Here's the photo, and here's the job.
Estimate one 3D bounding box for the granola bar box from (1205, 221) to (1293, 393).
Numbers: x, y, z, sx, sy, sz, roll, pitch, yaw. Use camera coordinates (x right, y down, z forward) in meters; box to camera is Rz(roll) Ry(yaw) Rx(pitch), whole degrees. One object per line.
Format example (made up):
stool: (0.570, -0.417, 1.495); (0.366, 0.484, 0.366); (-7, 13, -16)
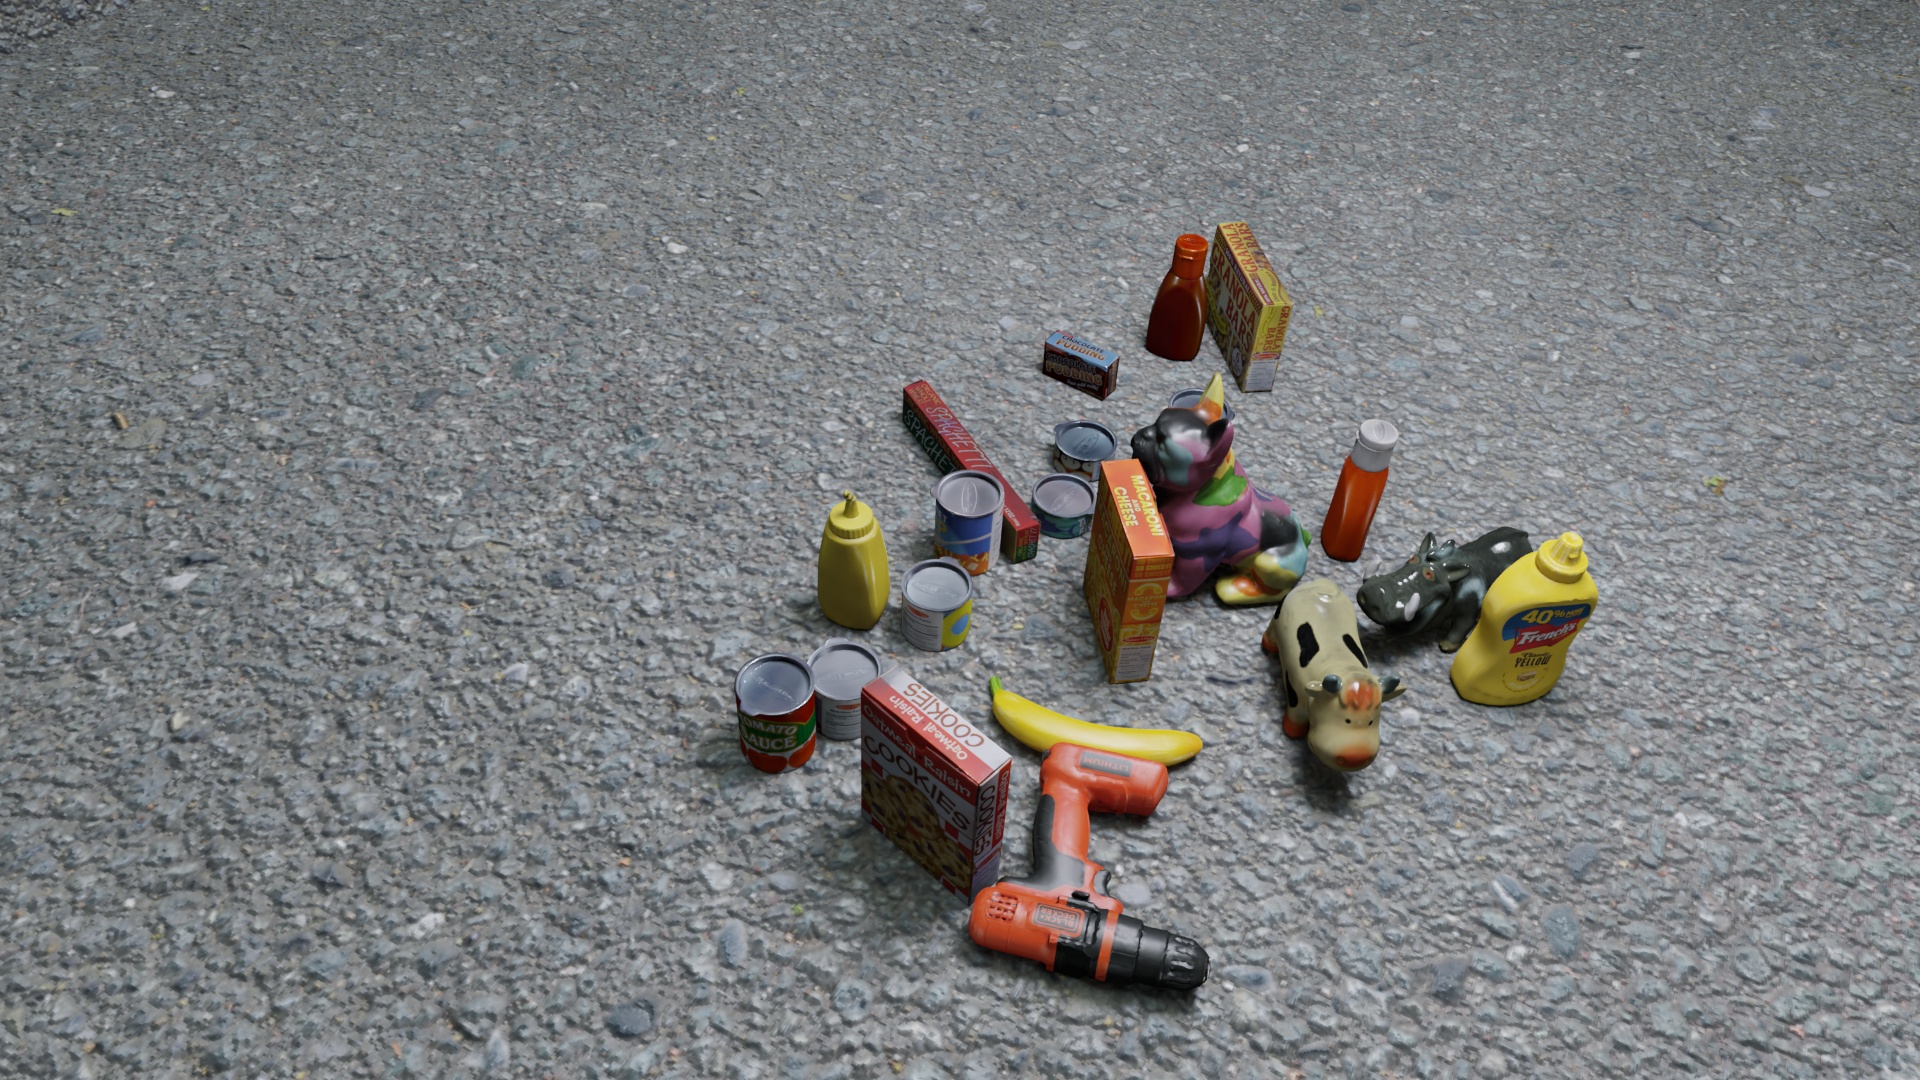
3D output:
granola bar box: (0.326, -0.269, 1.597); (0.039, 0.123, 0.166); (-5, 45, -9)

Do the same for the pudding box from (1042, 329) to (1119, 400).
pudding box: (0.135, -0.198, 1.565); (0.084, 0.049, 0.030); (28, 49, 22)

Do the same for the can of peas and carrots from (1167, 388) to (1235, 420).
can of peas and carrots: (0.254, -0.120, 1.488); (0.071, 0.058, 0.071); (2, 45, -2)

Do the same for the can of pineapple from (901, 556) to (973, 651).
can of pineapple: (-0.021, 0.059, 1.287); (0.071, 0.057, 0.071); (2, 45, -2)

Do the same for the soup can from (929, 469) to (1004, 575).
soup can: (0.005, -0.017, 1.348); (0.071, 0.083, 0.072); (2, 45, -2)

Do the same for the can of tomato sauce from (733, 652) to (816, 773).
can of tomato sauce: (-0.156, 0.148, 1.171); (0.071, 0.082, 0.071); (2, 45, -2)

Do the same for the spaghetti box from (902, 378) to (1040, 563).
spaghetti box: (0.007, -0.075, 1.431); (0.029, 0.049, 0.251); (-19, 49, -22)

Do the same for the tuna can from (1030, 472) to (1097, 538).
tuna can: (0.106, -0.034, 1.408); (0.071, 0.032, 0.071); (2, 45, -2)

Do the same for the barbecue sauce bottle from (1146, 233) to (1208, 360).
barbecue sauce bottle: (0.252, -0.277, 1.583); (0.065, 0.147, 0.044); (16, 46, 12)

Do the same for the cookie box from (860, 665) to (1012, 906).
cookie box: (-0.023, 0.192, 1.075); (0.123, 0.166, 0.040); (35, 52, 28)

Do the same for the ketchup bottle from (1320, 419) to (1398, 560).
ketchup bottle: (0.392, -0.052, 1.364); (0.043, 0.148, 0.065); (9, 45, 5)

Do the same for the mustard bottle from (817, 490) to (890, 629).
mustard bottle: (-0.097, 0.012, 1.257); (0.065, 0.159, 0.049); (15, 46, 11)

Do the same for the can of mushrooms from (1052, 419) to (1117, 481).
can of mushrooms: (0.130, -0.096, 1.472); (0.071, 0.033, 0.071); (2, 45, -2)

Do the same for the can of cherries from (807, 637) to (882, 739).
can of cherries: (-0.101, 0.129, 1.211); (0.071, 0.058, 0.072); (2, 45, -2)

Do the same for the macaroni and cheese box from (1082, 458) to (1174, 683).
macaroni and cheese box: (0.149, 0.028, 1.253); (0.040, 0.165, 0.124); (-4, 45, -8)
